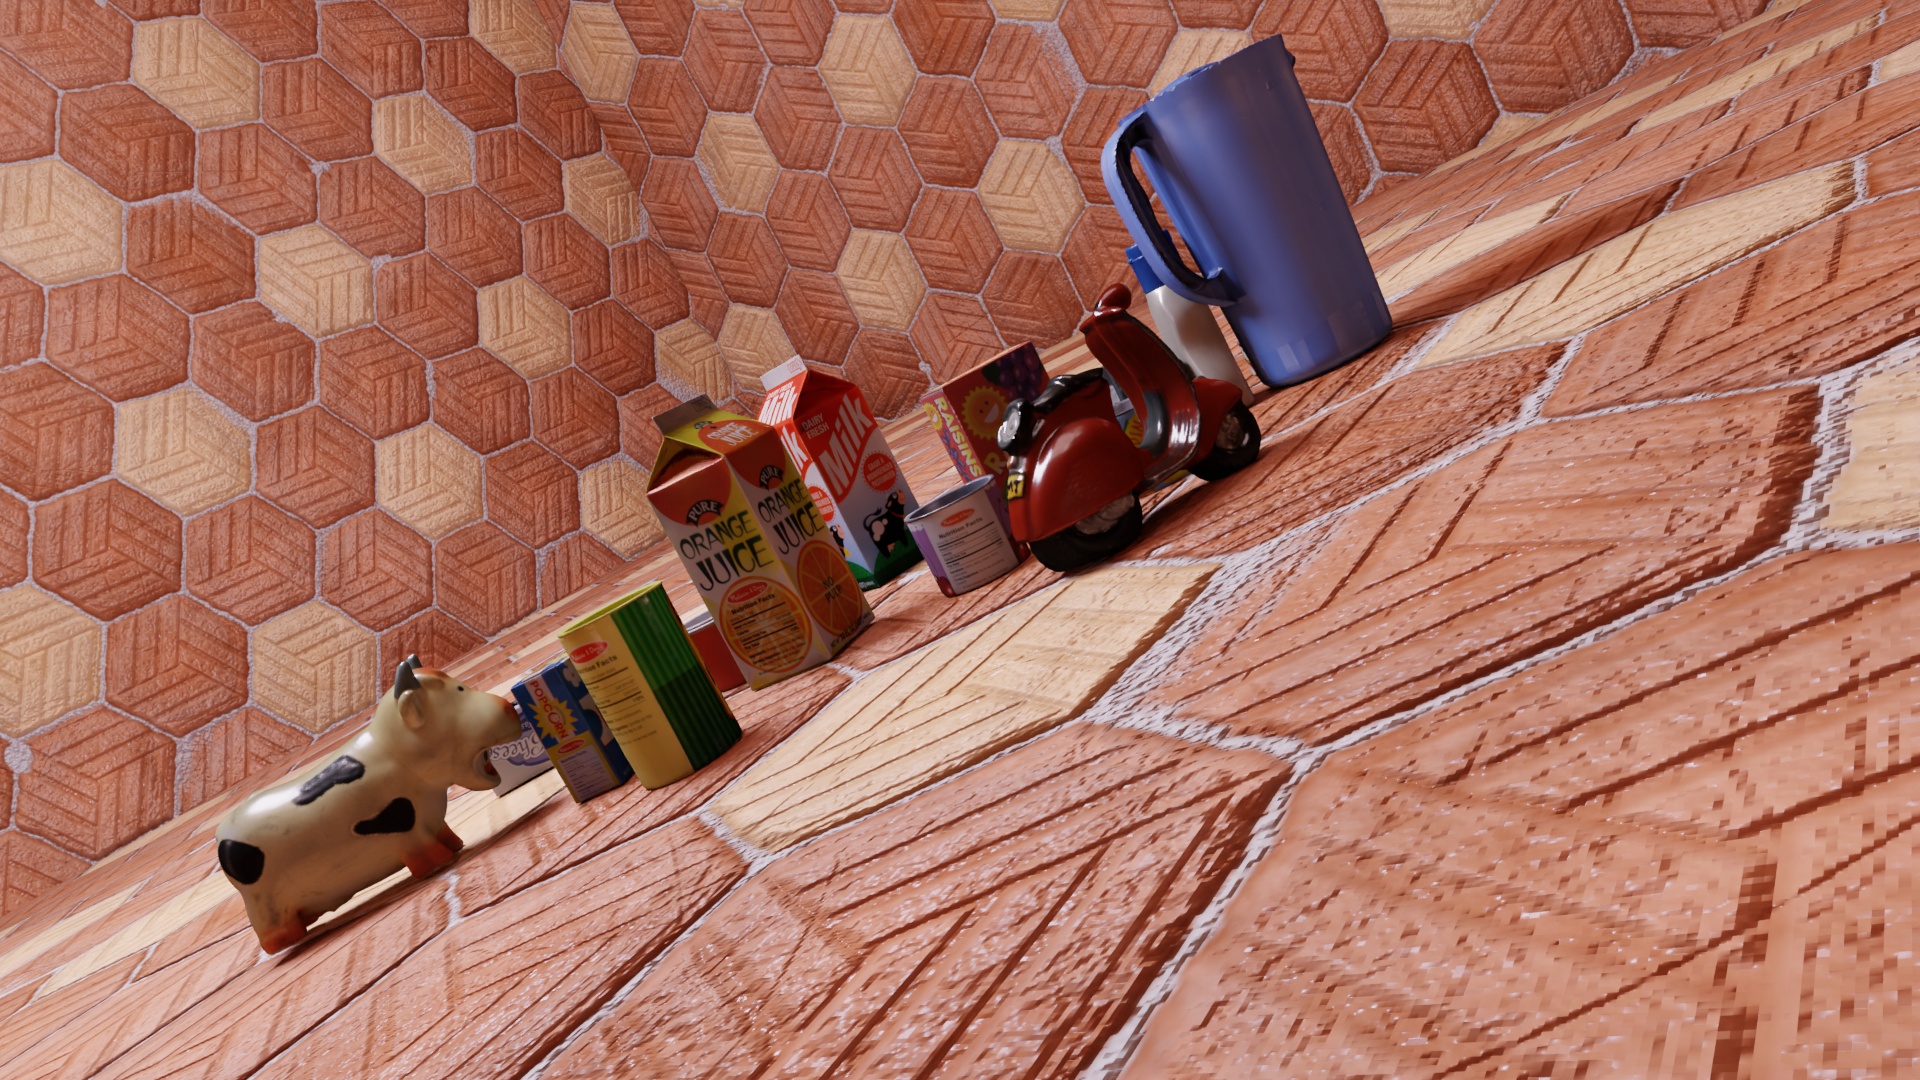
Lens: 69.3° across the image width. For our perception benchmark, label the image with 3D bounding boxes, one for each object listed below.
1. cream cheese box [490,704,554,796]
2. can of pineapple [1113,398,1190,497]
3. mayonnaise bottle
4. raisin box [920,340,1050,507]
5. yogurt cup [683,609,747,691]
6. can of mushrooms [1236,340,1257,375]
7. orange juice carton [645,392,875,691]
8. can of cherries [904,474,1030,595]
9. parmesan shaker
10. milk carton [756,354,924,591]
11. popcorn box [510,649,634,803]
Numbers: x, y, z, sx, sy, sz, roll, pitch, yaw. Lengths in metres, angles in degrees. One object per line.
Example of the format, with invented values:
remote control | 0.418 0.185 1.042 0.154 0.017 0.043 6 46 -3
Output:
cream cheese box | -0.310 0.142 1.037 0.104 0.053 0.024 -29 8 -12
can of pineapple | 0.123 -0.066 0.931 0.071 0.058 0.071 -27 8 4
mayonnaise bottle | 0.174 -0.164 1.063 0.041 0.148 0.065 -28 8 -1
raisin box | 0.038 -0.069 0.990 0.086 0.123 0.040 -31 8 -25
yogurt cup | -0.164 0.073 0.999 0.072 0.054 0.072 -27 8 4
can of mushrooms | 0.274 -0.170 1.185 0.071 0.033 0.071 -27 8 4
orange juice carton | -0.142 -0.006 0.928 0.073 0.192 0.072 -23 9 27
can of cherries | 0.005 -0.004 0.918 0.071 0.058 0.071 -27 8 4
parmesan shaker | -0.181 0.084 0.807 0.071 0.103 0.071 -27 8 4
milk carton | -0.102 -0.056 1.122 0.074 0.190 0.072 -33 9 -36
popcorn box | -0.229 0.104 0.902 0.038 0.085 0.127 -25 8 15
